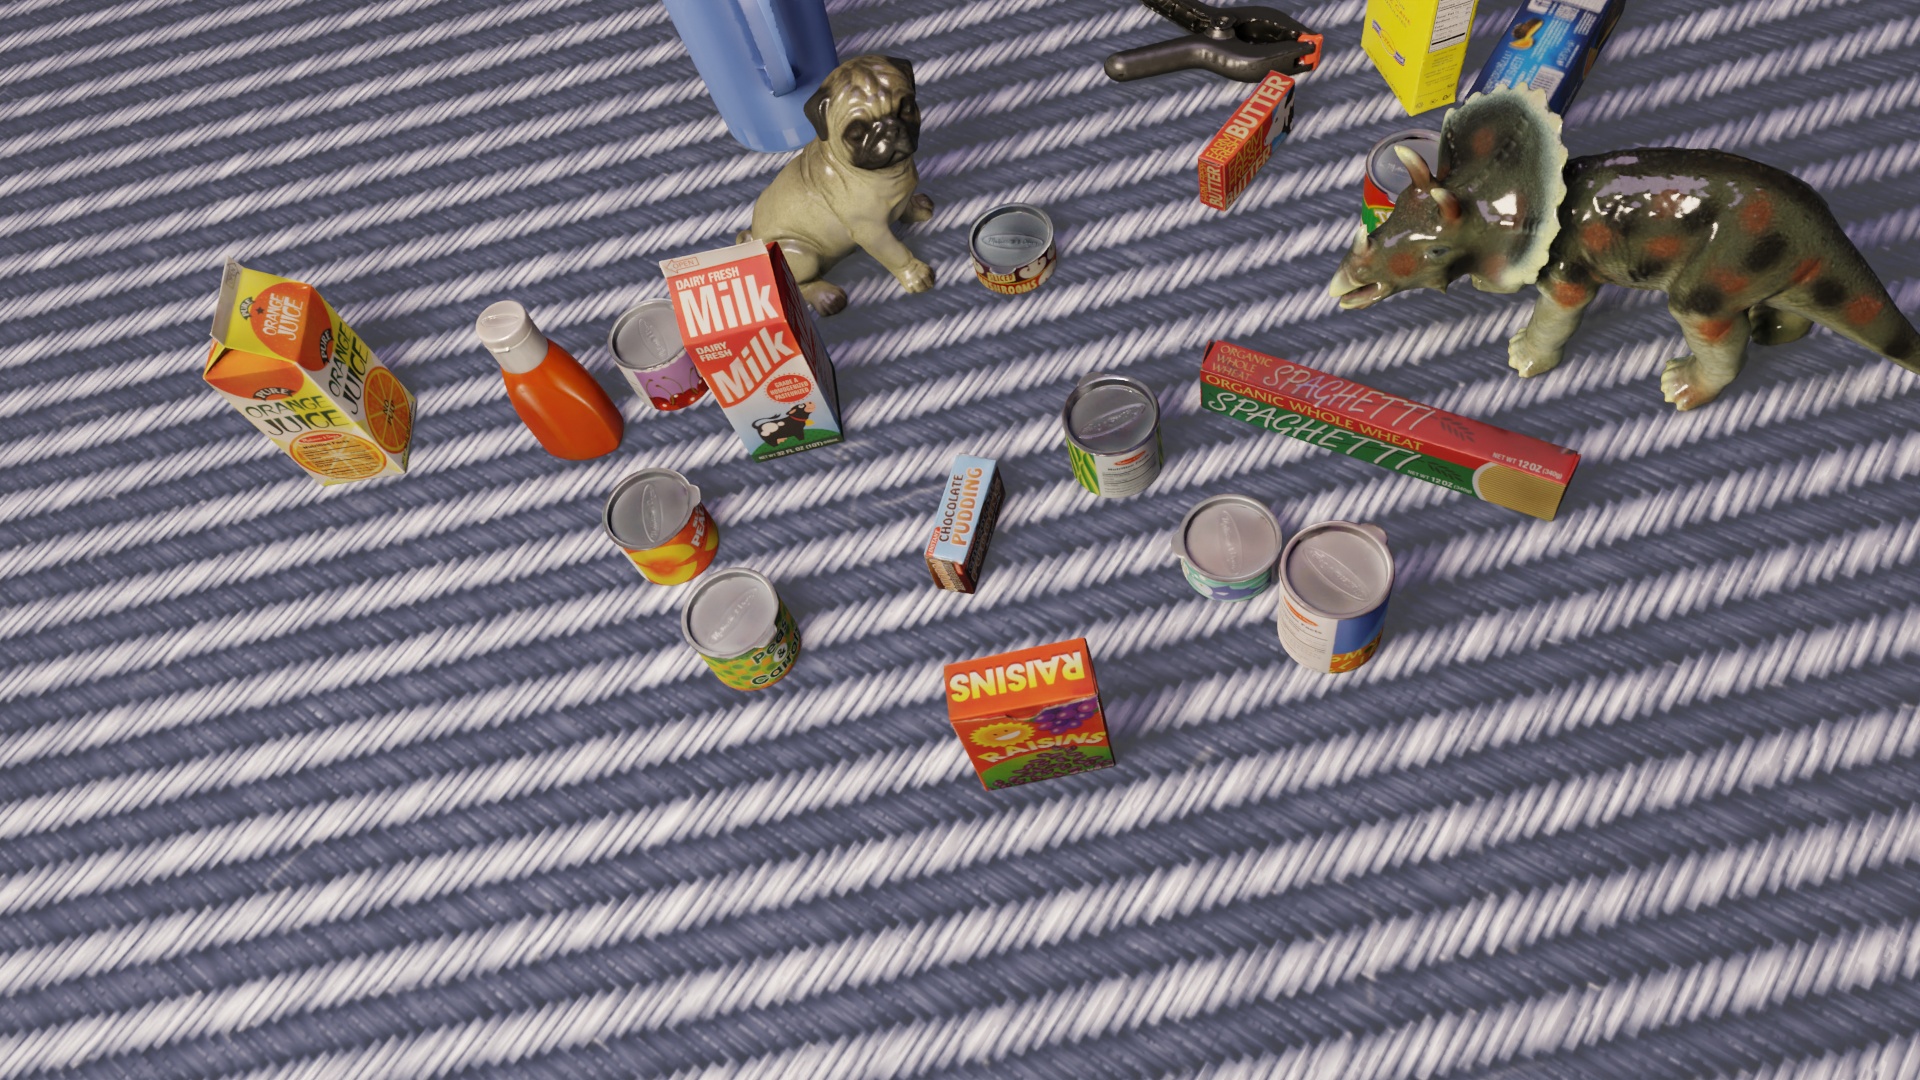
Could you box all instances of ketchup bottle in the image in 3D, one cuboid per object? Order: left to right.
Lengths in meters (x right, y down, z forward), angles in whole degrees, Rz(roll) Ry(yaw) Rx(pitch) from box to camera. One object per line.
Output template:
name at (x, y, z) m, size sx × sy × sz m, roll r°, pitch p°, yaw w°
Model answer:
ketchup bottle at (-0.300, -0.114, 1.007) m, size 0.065 × 0.148 × 0.044 m, roll -5°, pitch 61°, yaw 9°

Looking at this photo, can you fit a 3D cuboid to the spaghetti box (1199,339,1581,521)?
spaghetti box at (0.278, -0.075, 0.927) m, size 0.250 × 0.050 × 0.029 m, roll 21°, pitch 68°, yaw 21°

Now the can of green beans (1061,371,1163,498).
can of green beans at (0.106, -0.071, 0.955) m, size 0.071 × 0.057 × 0.071 m, roll -5°, pitch 60°, yaw 9°

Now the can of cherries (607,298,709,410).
can of cherries at (-0.224, -0.142, 1.060) m, size 0.071 × 0.058 × 0.072 m, roll -5°, pitch 60°, yaw 9°

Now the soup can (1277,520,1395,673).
soup can at (0.231, 0.035, 0.855) m, size 0.071 × 0.083 × 0.071 m, roll -5°, pitch 60°, yaw 9°

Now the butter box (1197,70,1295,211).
butter box at (0.221, -0.307, 1.068) m, size 0.024 × 0.053 × 0.104 m, roll 31°, pitch 71°, yaw 25°

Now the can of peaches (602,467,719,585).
can of peaches at (-0.209, -0.010, 0.983) m, size 0.071 × 0.057 × 0.071 m, roll -5°, pitch 60°, yaw 9°

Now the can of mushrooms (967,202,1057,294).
can of mushrooms at (0.040, -0.222, 1.067) m, size 0.071 × 0.033 × 0.071 m, roll -5°, pitch 60°, yaw 9°

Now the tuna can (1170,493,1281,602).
tuna can at (0.174, 0.006, 0.912) m, size 0.071 × 0.032 × 0.071 m, roll -5°, pitch 60°, yaw 9°

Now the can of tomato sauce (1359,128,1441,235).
can of tomato sauce at (0.321, -0.238, 0.992) m, size 0.071 × 0.082 × 0.071 m, roll -5°, pitch 60°, yaw 9°

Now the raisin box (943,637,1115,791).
raisin box at (0.043, 0.106, 0.829) m, size 0.086 × 0.123 × 0.040 m, roll -11°, pitch 60°, yaw 5°

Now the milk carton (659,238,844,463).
milk carton at (-0.142, -0.139, 0.966) m, size 0.072 × 0.189 × 0.074 m, roll -13°, pitch 60°, yaw 4°

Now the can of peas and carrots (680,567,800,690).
can of peas and carrots at (-0.144, 0.061, 0.929) m, size 0.071 × 0.058 × 0.071 m, roll -5°, pitch 60°, yaw 9°

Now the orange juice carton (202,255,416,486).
orange juice carton at (-0.486, -0.122, 1.023) m, size 0.073 × 0.192 × 0.072 m, roll -9°, pitch 60°, yaw 7°

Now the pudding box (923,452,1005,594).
pudding box at (0.003, -0.012, 0.946) m, size 0.030 × 0.049 × 0.084 m, roll 10°, pitch 64°, yaw 17°
